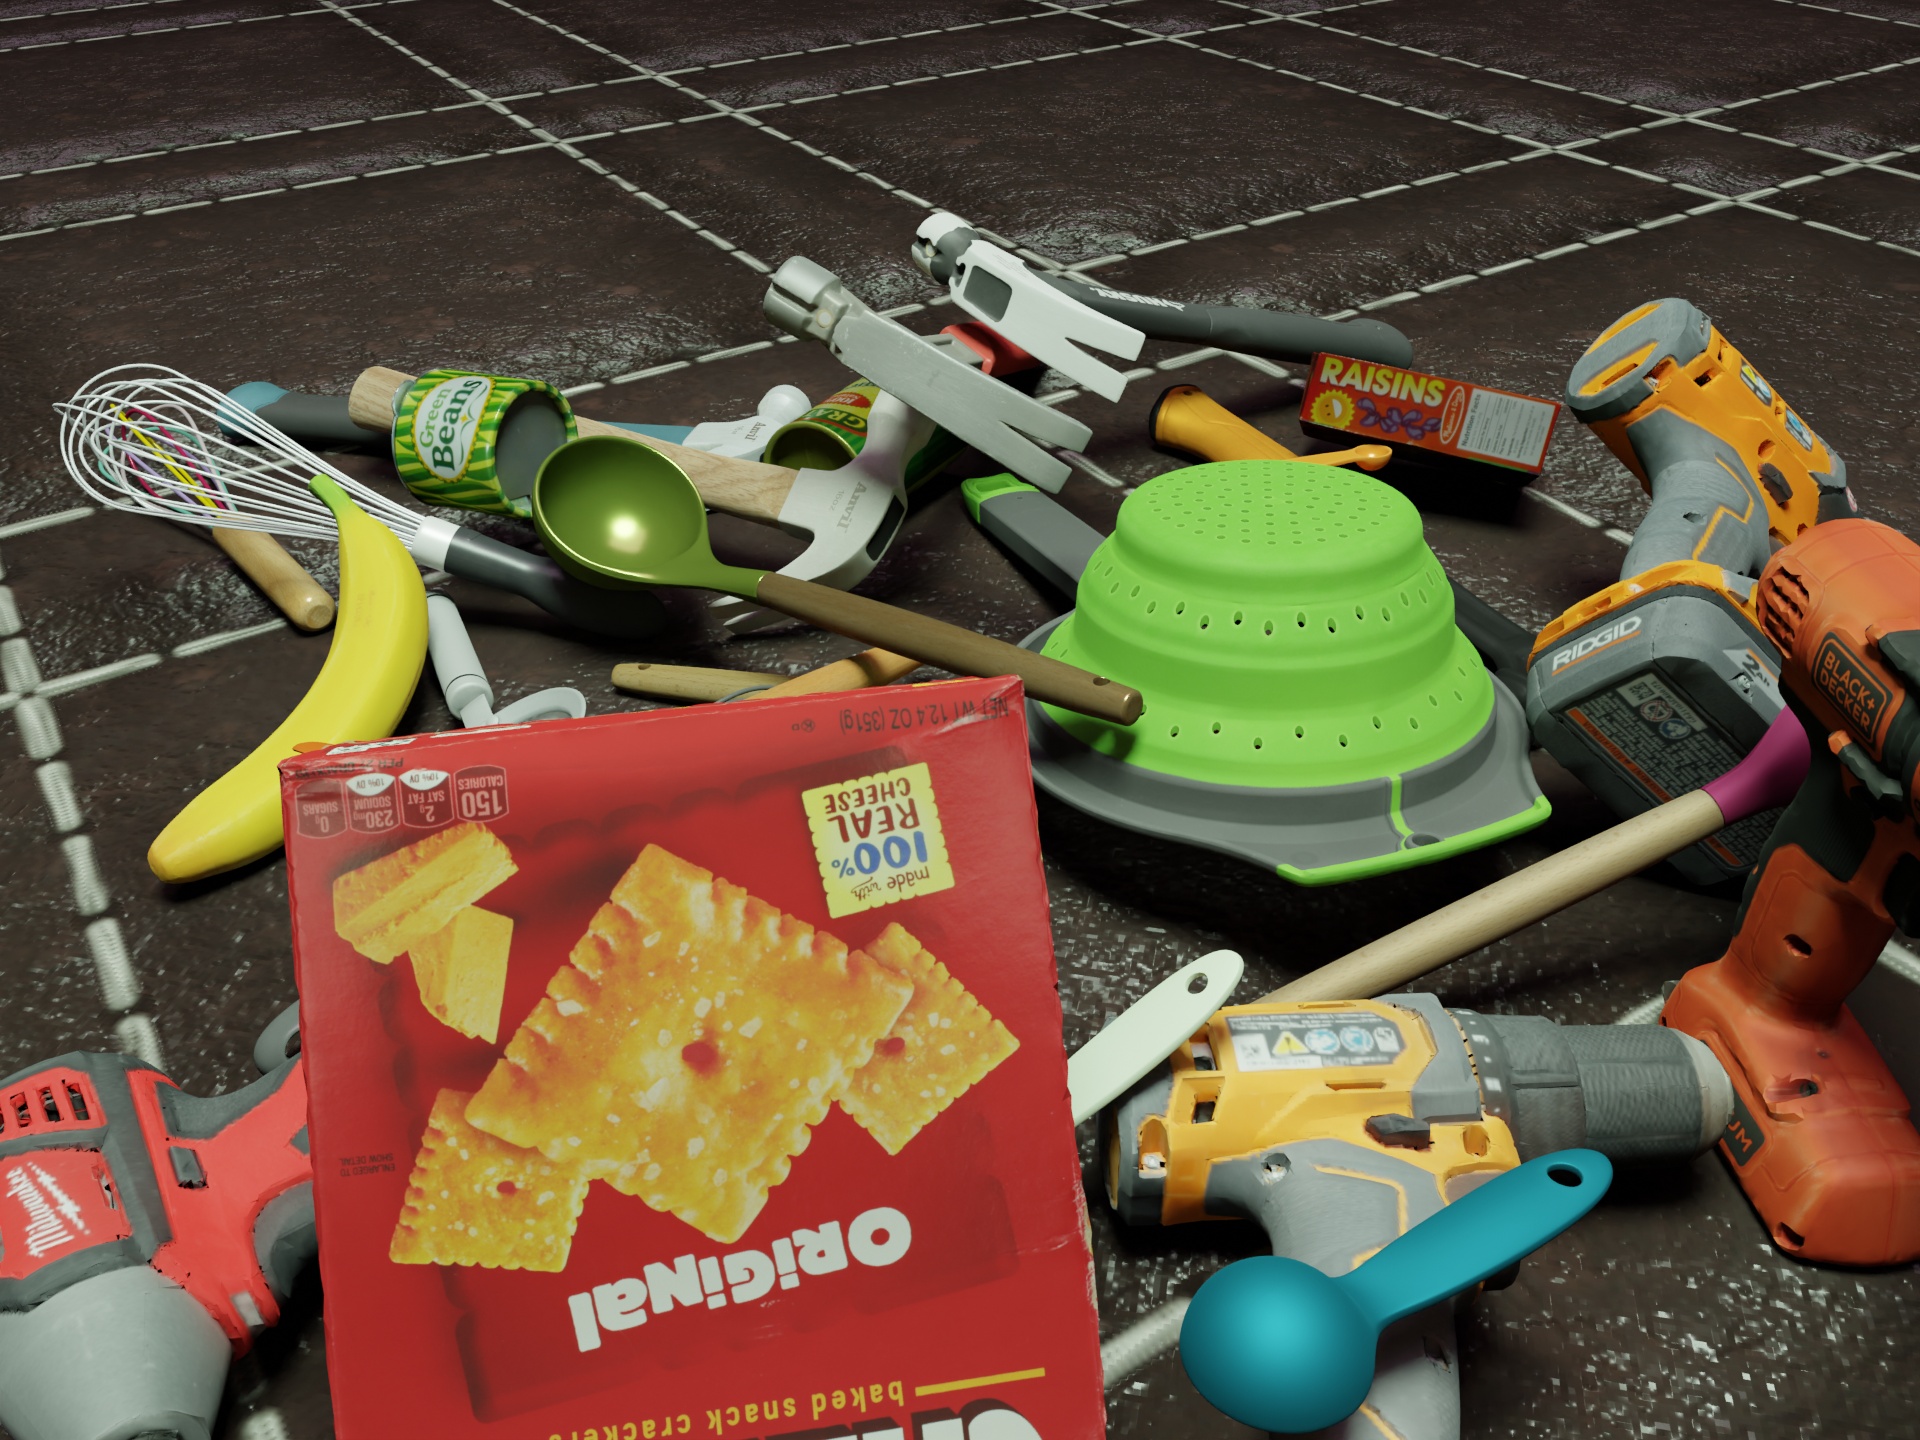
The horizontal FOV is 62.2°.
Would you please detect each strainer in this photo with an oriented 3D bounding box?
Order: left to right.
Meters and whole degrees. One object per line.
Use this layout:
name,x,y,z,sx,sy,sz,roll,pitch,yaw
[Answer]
strainer,-0.202,-0.005,0.667,0.087,0.050,0.259,-38,37,-4

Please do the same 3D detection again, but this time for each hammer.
hammer,-0.259,-0.163,0.897,0.331,0.033,0.128,6,35,10
hammer,-0.178,-0.130,0.793,0.331,0.031,0.130,16,74,24
hammer,0.017,-0.187,0.826,0.149,0.036,0.359,31,18,2
hammer,0.142,-0.214,0.872,0.334,0.035,0.146,-4,38,-40
hammer,0.202,-0.096,0.792,0.127,0.034,0.337,-17,38,-20

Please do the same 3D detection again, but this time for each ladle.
ladle,-0.060,-0.058,0.635,0.320,0.062,0.078,20,39,38
ladle,-0.001,-0.002,0.672,0.315,0.031,0.069,7,32,13

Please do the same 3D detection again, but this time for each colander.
colander,0.085,-0.074,0.673,0.204,0.094,0.397,-12,29,-18

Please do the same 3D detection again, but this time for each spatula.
spatula,-0.082,-0.004,0.556,0.081,0.041,0.322,14,19,22

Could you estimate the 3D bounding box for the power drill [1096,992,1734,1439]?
power drill,0.137,0.155,0.403,0.185,0.084,0.226,-2,30,-2

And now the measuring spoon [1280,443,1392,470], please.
measuring spoon,0.160,-0.122,0.797,0.117,0.011,0.021,-12,29,-7

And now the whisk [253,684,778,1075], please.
whisk,-0.143,0.055,0.576,0.055,0.055,0.239,29,48,35

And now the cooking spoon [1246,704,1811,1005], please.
cooking spoon,0.223,0.041,0.522,0.319,0.068,0.017,-26,17,1

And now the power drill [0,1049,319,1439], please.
power drill,-0.162,0.123,0.457,0.219,0.078,0.143,-23,40,-24

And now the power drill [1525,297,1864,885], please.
power drill,0.306,-0.049,0.629,0.164,0.084,0.227,39,49,-15

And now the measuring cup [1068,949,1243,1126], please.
measuring cup,0.005,0.108,0.437,0.167,0.038,0.083,-38,36,1

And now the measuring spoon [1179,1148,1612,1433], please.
measuring spoon,0.106,0.119,0.364,0.128,0.021,0.042,-17,30,-27

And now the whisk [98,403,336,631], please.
whisk,-0.384,-0.108,0.814,0.051,0.047,0.245,-26,46,-33

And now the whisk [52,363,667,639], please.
whisk,-0.271,-0.092,0.726,0.284,0.070,0.070,19,35,-6
